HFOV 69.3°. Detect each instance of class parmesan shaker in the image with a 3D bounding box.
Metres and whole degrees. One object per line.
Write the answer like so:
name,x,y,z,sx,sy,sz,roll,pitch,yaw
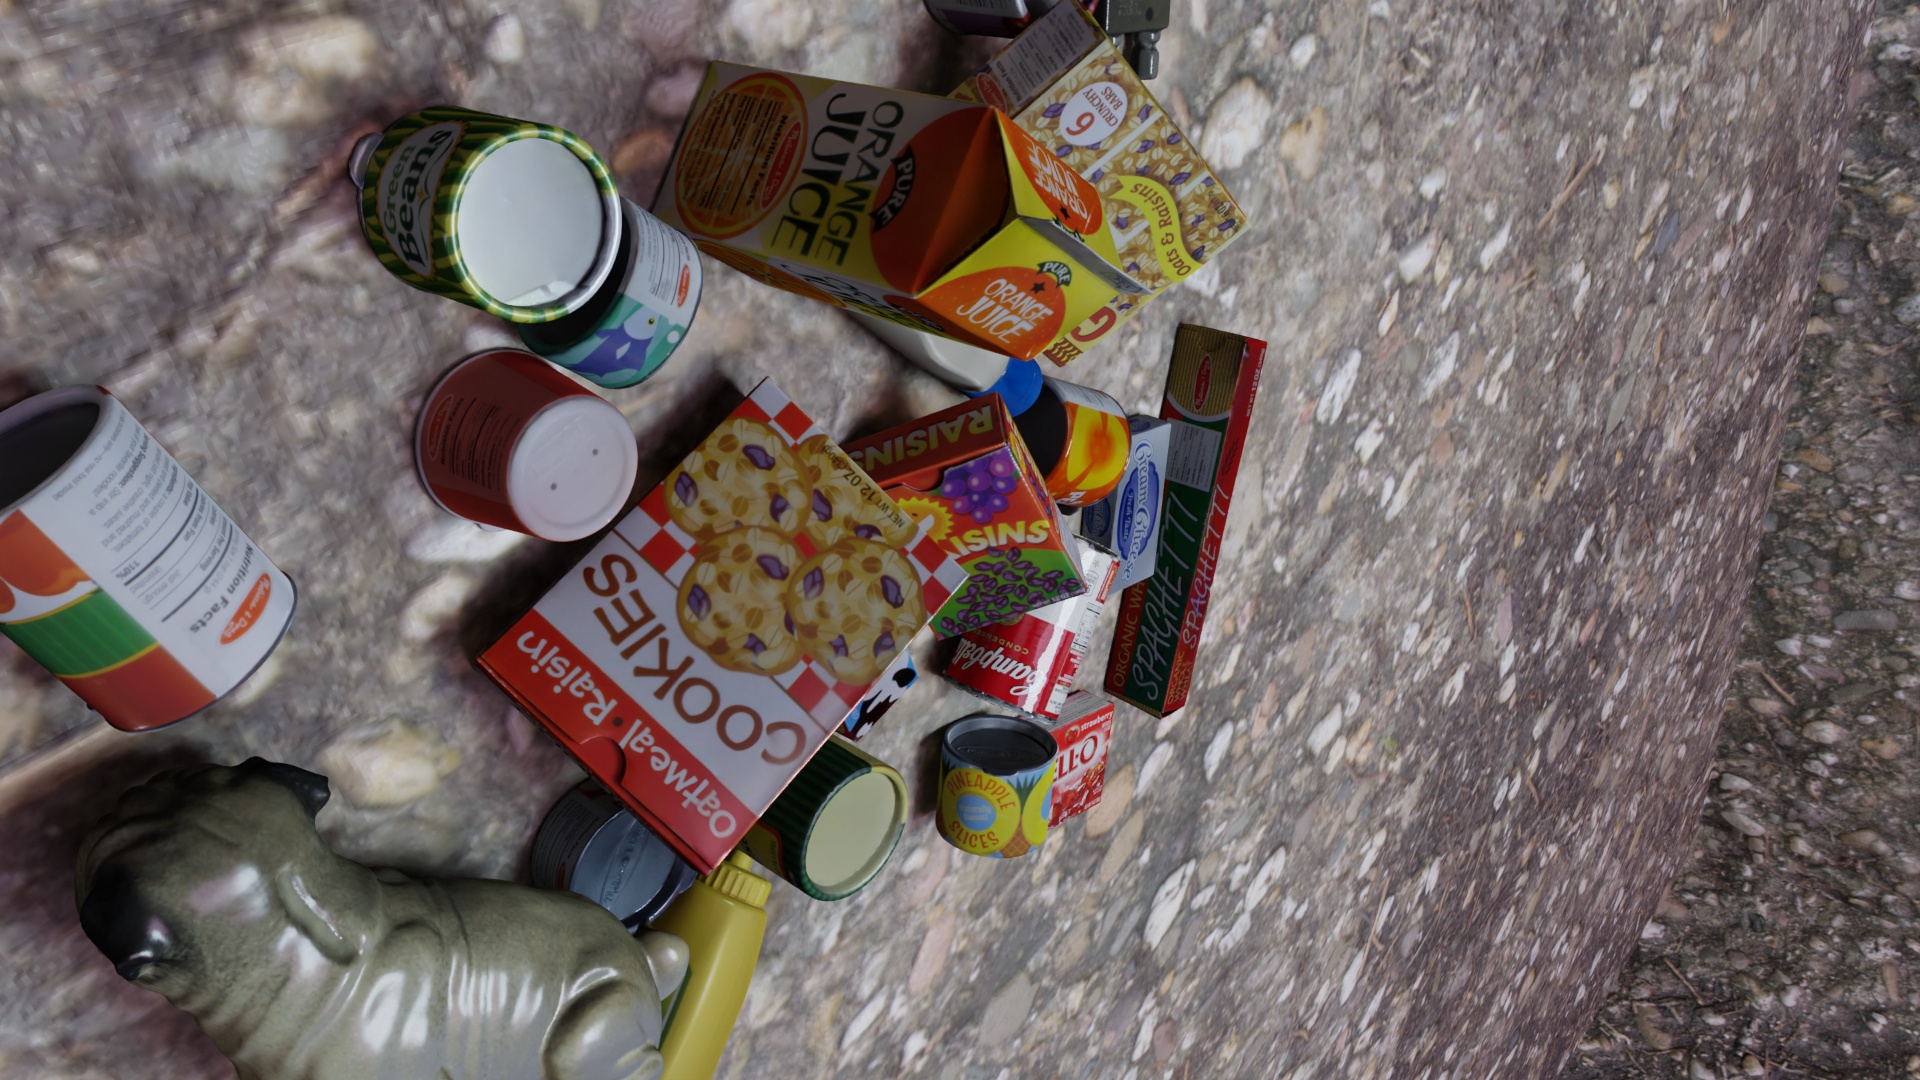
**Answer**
parmesan shaker,-0.084,0.110,0.627,0.071,0.103,0.071,-24,124,-42

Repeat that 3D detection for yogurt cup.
yogurt cup,-0.157,-0.033,0.513,0.073,0.054,0.072,-24,123,-43

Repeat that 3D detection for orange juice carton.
orange juice carton,-0.022,-0.122,0.521,0.072,0.193,0.073,21,91,-53

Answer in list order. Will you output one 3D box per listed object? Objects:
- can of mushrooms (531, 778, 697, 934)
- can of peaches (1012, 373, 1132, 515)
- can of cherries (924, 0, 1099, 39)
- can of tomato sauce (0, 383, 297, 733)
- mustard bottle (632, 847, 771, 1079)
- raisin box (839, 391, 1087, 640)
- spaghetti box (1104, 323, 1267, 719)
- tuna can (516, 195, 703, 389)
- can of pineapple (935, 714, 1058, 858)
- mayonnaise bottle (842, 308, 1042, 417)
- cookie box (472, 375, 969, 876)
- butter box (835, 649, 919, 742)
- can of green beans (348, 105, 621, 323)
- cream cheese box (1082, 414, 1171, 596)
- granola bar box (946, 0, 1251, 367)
can of mushrooms,-0.152,0.140,0.616,0.071,0.033,0.070,-24,123,-43
can of peaches,0.048,-0.051,0.741,0.058,0.071,0.071,9,100,-51
can of cherries,0.025,-0.260,0.624,0.072,0.058,0.071,-24,124,-42
can of tomato sauce,-0.253,0.006,0.409,0.071,0.071,0.082,-48,137,-24
mustard bottle,-0.129,0.198,0.650,0.160,0.065,0.048,-65,148,-15
raisin box,0.002,-0.009,0.691,0.123,0.086,0.040,59,18,-45
spaghetti box,0.141,-0.011,0.885,0.029,0.050,0.249,-6,111,-48
tuna can,-0.132,-0.091,0.511,0.033,0.071,0.071,28,85,-51
can of pineapple,0.019,0.141,0.794,0.071,0.071,0.057,-16,119,-46
mayonnaise bottle,-0.009,-0.100,0.656,0.148,0.065,0.041,30,89,-56
cookie box,-0.095,0.033,0.575,0.123,0.040,0.168,45,66,-7
butter box,-0.058,0.048,0.693,0.053,0.024,0.103,-46,137,-28
can of green beans,-0.159,-0.111,0.472,0.071,0.058,0.071,-25,124,-42
cream cheese box,0.100,-0.022,0.852,0.053,0.024,0.103,-21,122,-46
granola bar box,0.051,-0.162,0.665,0.124,0.039,0.165,-36,146,18
